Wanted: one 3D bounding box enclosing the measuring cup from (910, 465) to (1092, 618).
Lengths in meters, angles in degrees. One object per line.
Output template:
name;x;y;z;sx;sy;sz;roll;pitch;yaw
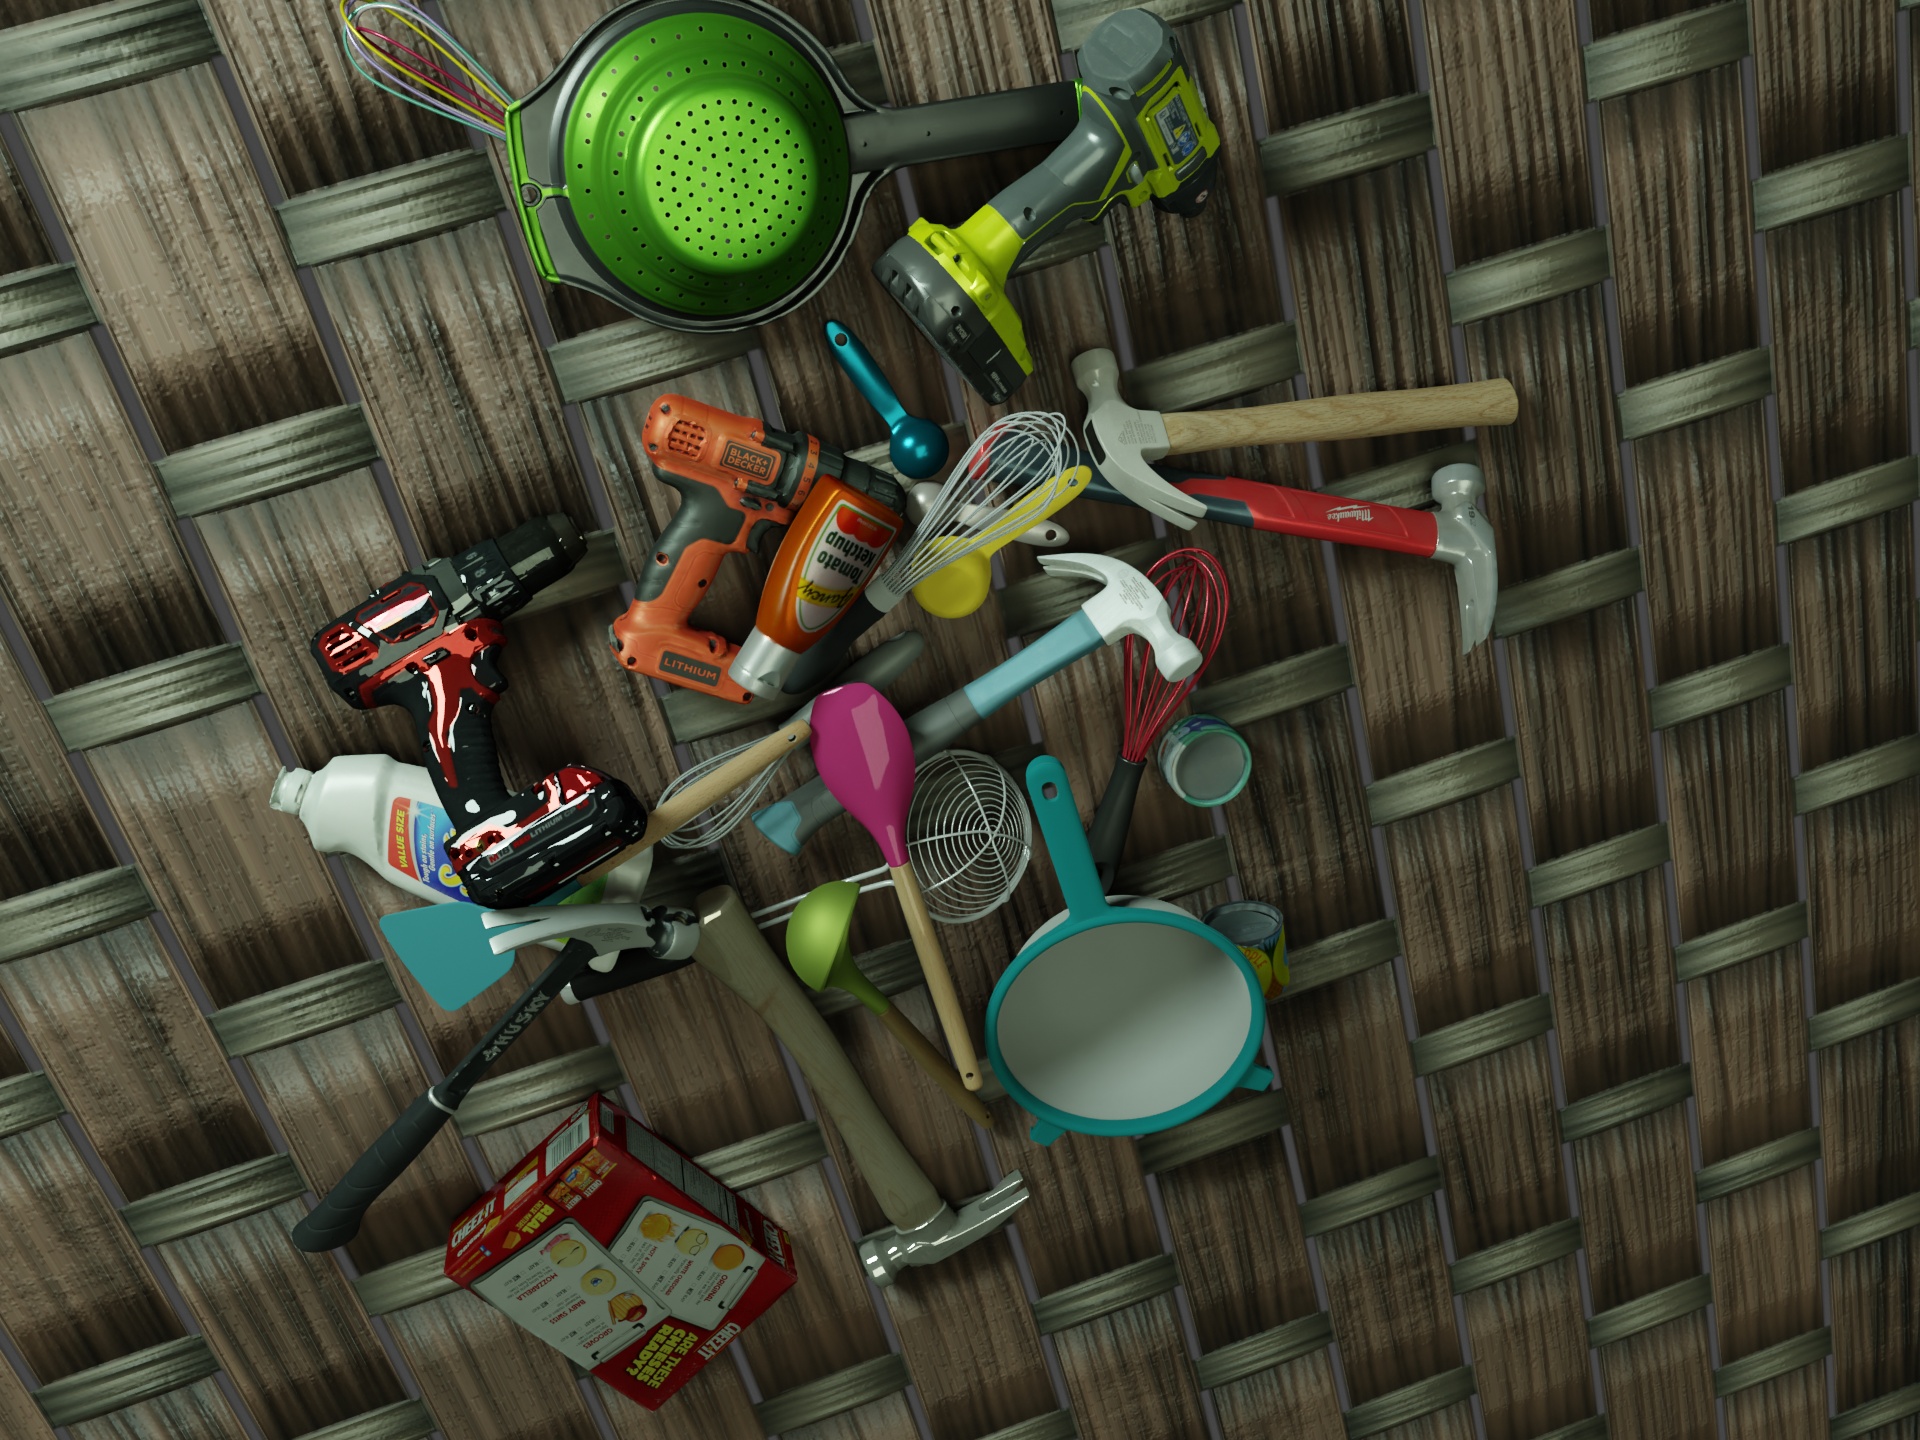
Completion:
measuring cup;0.028;-0.123;1.092;0.156;0.029;0.062;-35;116;28

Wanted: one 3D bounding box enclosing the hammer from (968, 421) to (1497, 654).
hammer;0.195;-0.140;1.120;0.386;0.038;0.143;8;67;-11

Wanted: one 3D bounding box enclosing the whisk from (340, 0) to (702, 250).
whisk;-0.265;-0.354;0.969;0.244;0.047;0.051;32;98;-24

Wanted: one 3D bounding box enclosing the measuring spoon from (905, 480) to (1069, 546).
measuring spoon;0.021;-0.141;1.122;0.124;0.018;0.034;11;106;-17

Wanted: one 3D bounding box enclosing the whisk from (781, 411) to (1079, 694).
whisk;-0.030;-0.105;1.070;0.070;0.070;0.284;38;117;-22

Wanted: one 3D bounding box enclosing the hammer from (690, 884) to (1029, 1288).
hammer;-0.083;0.273;1.203;0.146;0.038;0.410;-29;122;-3

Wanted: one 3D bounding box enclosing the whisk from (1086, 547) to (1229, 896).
whisk;0.134;0.010;1.183;0.073;0.073;0.295;9;114;-15

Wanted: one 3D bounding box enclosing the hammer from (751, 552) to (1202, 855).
hammer;-0.002;-0.004;1.123;0.331;0.128;0.033;-33;156;5

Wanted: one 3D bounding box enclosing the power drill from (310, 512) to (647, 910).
power drill;-0.288;-0.011;1.029;0.188;0.080;0.227;-32;81;-6

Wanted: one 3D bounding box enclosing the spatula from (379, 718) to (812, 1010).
spatula;-0.238;0.087;1.074;0.317;0.044;0.082;-33;106;-5

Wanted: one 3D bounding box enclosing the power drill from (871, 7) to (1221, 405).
power drill;0.066;-0.316;1.013;0.223;0.080;0.171;-43;153;6

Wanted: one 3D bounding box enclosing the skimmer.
skimmer;-0.121;0.130;1.181;0.363;0.090;0.127;-21;101;6

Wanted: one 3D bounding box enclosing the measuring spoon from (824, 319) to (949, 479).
measuring spoon;-0.051;-0.216;1.076;0.042;0.021;0.128;-37;114;2

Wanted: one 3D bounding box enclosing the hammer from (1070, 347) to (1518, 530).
hammer;0.246;-0.209;1.119;0.331;0.031;0.130;-8;72;-16

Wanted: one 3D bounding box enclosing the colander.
colander;-0.068;-0.346;0.969;0.397;0.095;0.204;-14;117;-14

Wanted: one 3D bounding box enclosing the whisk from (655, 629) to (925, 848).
whisk;-0.121;0.012;1.129;0.239;0.055;0.055;-38;113;-3

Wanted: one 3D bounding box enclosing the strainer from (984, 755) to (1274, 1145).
strainer;0.103;0.156;1.195;0.211;0.095;0.340;-16;116;6

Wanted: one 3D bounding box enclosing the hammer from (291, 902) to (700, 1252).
hammer;-0.354;0.255;1.105;0.409;0.036;0.149;-45;145;24

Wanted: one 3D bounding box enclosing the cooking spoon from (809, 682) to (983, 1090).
cooking spoon;-0.035;0.123;1.119;0.069;0.017;0.318;-16;107;7

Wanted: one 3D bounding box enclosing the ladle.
ladle;-0.036;0.225;1.175;0.062;0.078;0.319;-4;139;30
